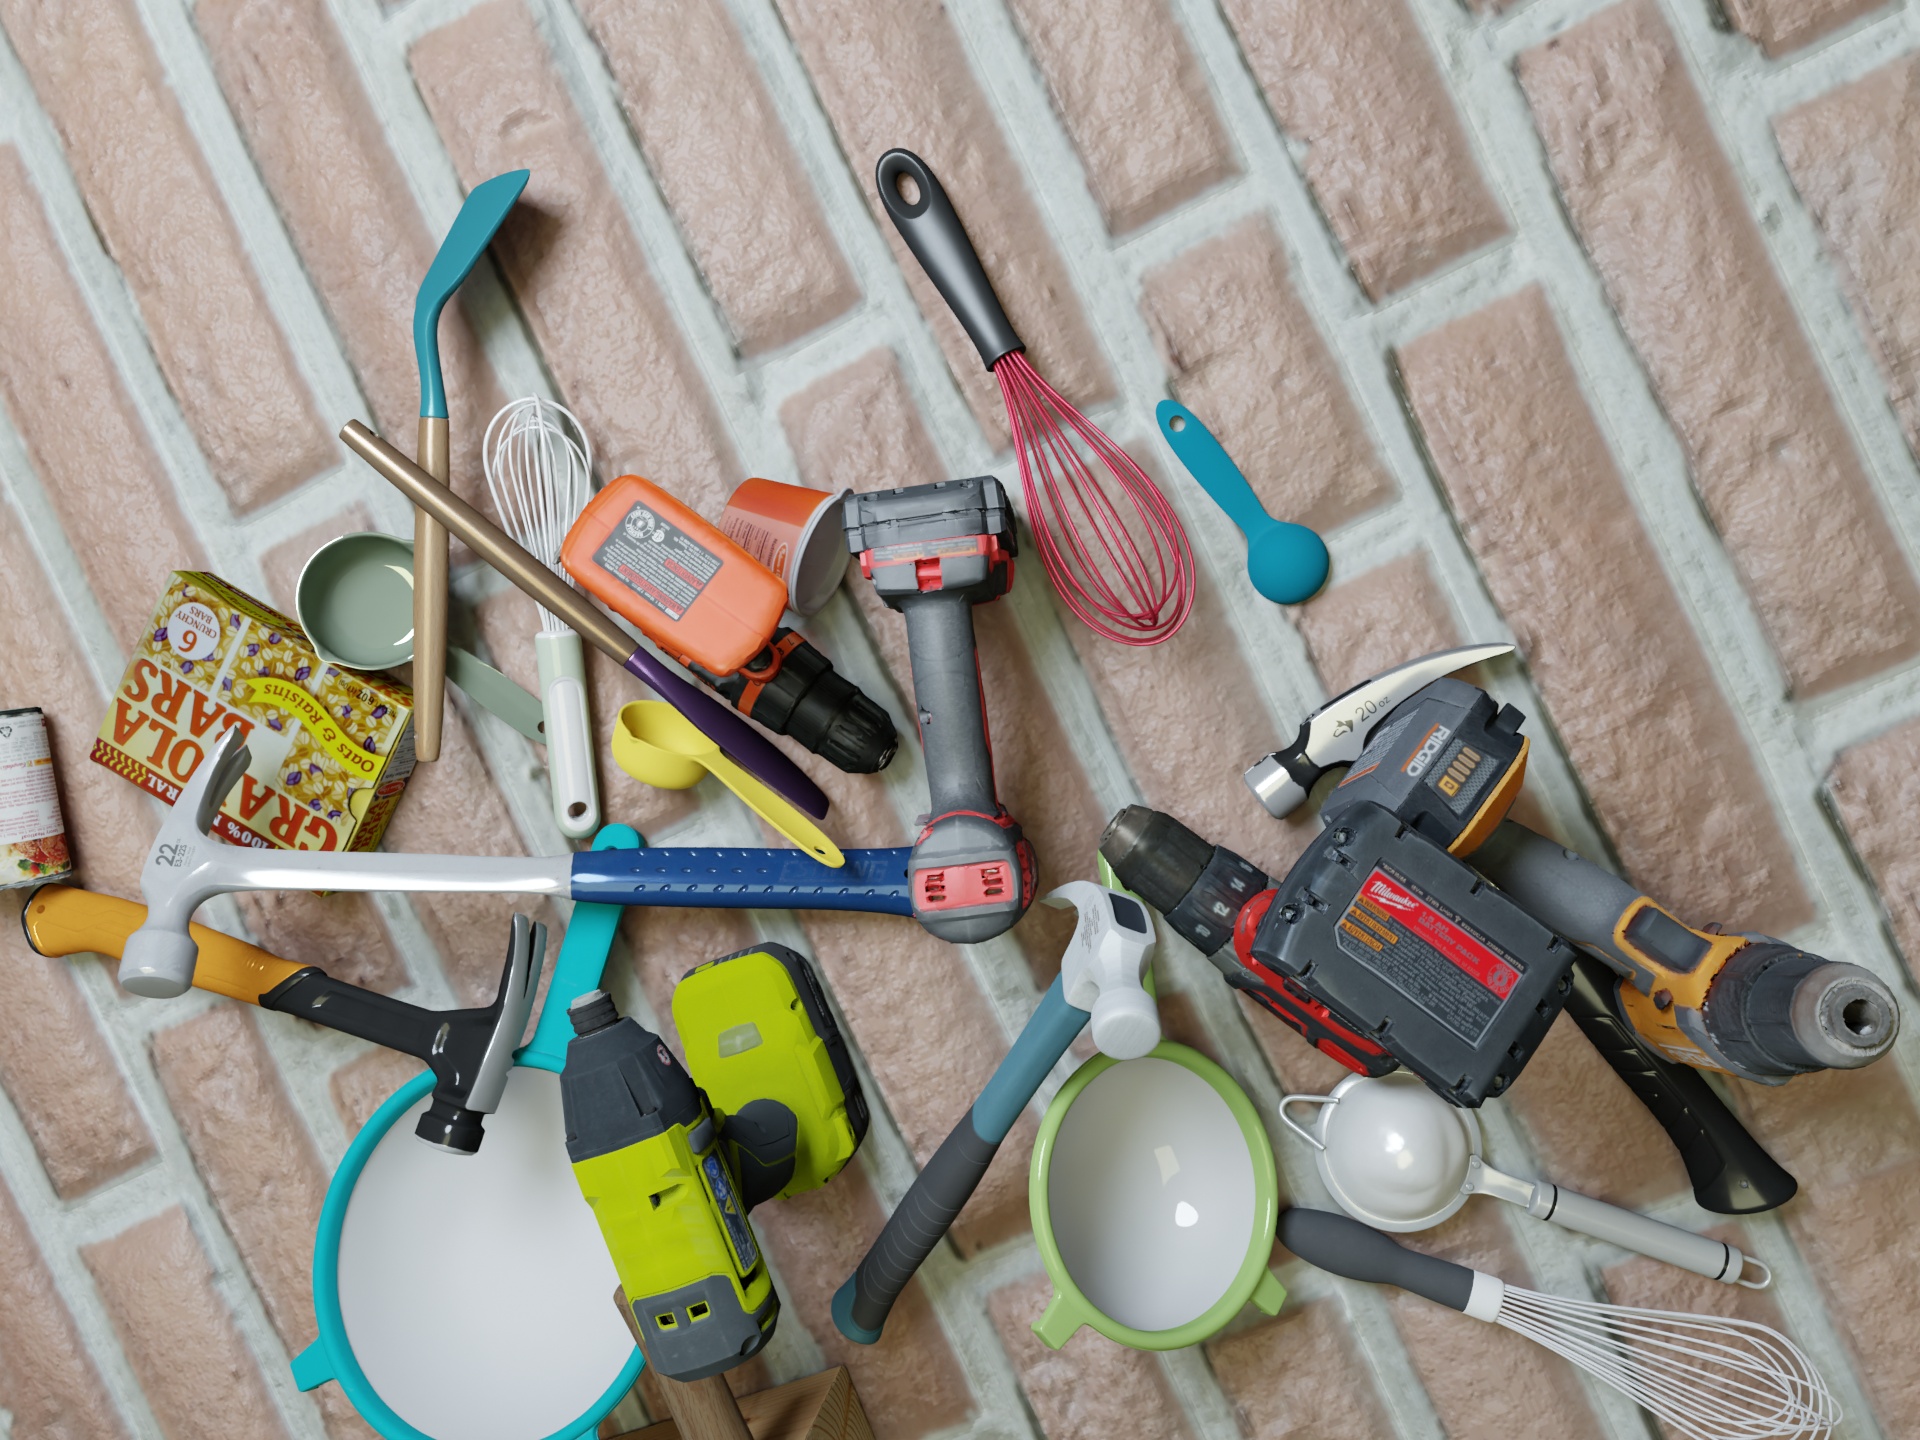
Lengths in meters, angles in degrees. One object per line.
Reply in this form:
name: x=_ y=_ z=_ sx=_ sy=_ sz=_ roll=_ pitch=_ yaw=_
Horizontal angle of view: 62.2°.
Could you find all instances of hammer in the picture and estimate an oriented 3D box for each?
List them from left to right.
hammer: x=-0.391 y=0.137 z=0.895 sx=0.337 sy=0.034 sz=0.127 roll=12 pitch=75 yaw=20
hammer: x=-0.215 y=0.076 z=0.839 sx=0.405 sy=0.035 sz=0.144 roll=2 pitch=58 yaw=-6
hammer: x=-0.097 y=0.422 z=0.802 sx=0.130 sy=0.031 sz=0.331 roll=-20 pitch=101 yaw=10
hammer: x=0.008 y=0.211 z=0.800 sx=0.033 sy=0.128 sz=0.331 roll=21 pitch=122 yaw=-13
hammer: x=0.305 y=0.111 z=0.807 sx=0.146 sy=0.035 sz=0.335 roll=-40 pitch=88 yaw=11

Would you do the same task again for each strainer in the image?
strainer: x=-0.221 y=0.229 z=0.886 sx=0.211 sy=0.095 sz=0.340 roll=10 pitch=76 yaw=18
strainer: x=0.082 y=0.192 z=0.835 sx=0.151 sy=0.069 sz=0.256 roll=4 pitch=73 yaw=-29
strainer: x=0.292 y=0.243 z=0.820 sx=0.258 sy=0.050 sz=0.087 roll=18 pitch=83 yaw=4

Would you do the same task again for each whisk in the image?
whisk: x=-0.222 y=-0.055 z=0.874 sx=0.057 sy=0.059 sz=0.246 roll=-7 pitch=98 yaw=-18
whisk: x=0.032 y=-0.169 z=0.818 sx=0.073 sy=0.073 sz=0.296 roll=-30 pitch=84 yaw=11
whisk: x=0.301 y=0.308 z=0.818 sx=0.284 sy=0.070 sz=0.070 roll=17 pitch=98 yaw=13

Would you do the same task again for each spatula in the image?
spatula: x=-0.272 y=-0.135 z=0.855 sx=0.082 sy=0.044 sz=0.317 roll=11 pitch=99 yaw=50
spatula: x=-0.192 y=-0.051 z=0.835 sx=0.316 sy=0.060 sz=0.018 roll=39 pitch=102 yaw=-9

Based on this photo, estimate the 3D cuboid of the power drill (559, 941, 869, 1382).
power drill: x=-0.122 y=0.194 z=0.788 sx=0.080 sy=0.223 sz=0.171 roll=-21 pitch=92 yaw=10

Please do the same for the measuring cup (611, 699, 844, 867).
measuring cup: x=-0.124 y=0.041 z=0.845 sx=0.157 sy=0.062 sz=0.029 roll=36 pitch=116 yaw=22

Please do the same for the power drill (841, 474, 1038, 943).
power drill: x=-0.001 y=-0.003 z=0.800 sx=0.078 sy=0.143 sz=0.220 roll=-7 pitch=88 yaw=6

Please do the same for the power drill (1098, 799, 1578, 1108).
power drill: x=0.158 y=0.096 z=0.735 sx=0.188 sy=0.226 sz=0.080 roll=37 pitch=80 yaw=2

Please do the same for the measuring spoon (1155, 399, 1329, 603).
measuring spoon: x=0.142 y=-0.115 z=0.819 sx=0.042 sy=0.021 sz=0.128 roll=-39 pitch=89 yaw=10

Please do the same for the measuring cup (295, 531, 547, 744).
measuring cup: x=-0.292 y=-0.038 z=0.894 sx=0.167 sy=0.038 sz=0.083 roll=38 pitch=79 yaw=-14

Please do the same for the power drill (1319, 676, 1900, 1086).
power drill: x=0.280 y=0.077 z=0.697 sx=0.226 sy=0.185 sz=0.084 roll=37 pitch=86 yaw=7
